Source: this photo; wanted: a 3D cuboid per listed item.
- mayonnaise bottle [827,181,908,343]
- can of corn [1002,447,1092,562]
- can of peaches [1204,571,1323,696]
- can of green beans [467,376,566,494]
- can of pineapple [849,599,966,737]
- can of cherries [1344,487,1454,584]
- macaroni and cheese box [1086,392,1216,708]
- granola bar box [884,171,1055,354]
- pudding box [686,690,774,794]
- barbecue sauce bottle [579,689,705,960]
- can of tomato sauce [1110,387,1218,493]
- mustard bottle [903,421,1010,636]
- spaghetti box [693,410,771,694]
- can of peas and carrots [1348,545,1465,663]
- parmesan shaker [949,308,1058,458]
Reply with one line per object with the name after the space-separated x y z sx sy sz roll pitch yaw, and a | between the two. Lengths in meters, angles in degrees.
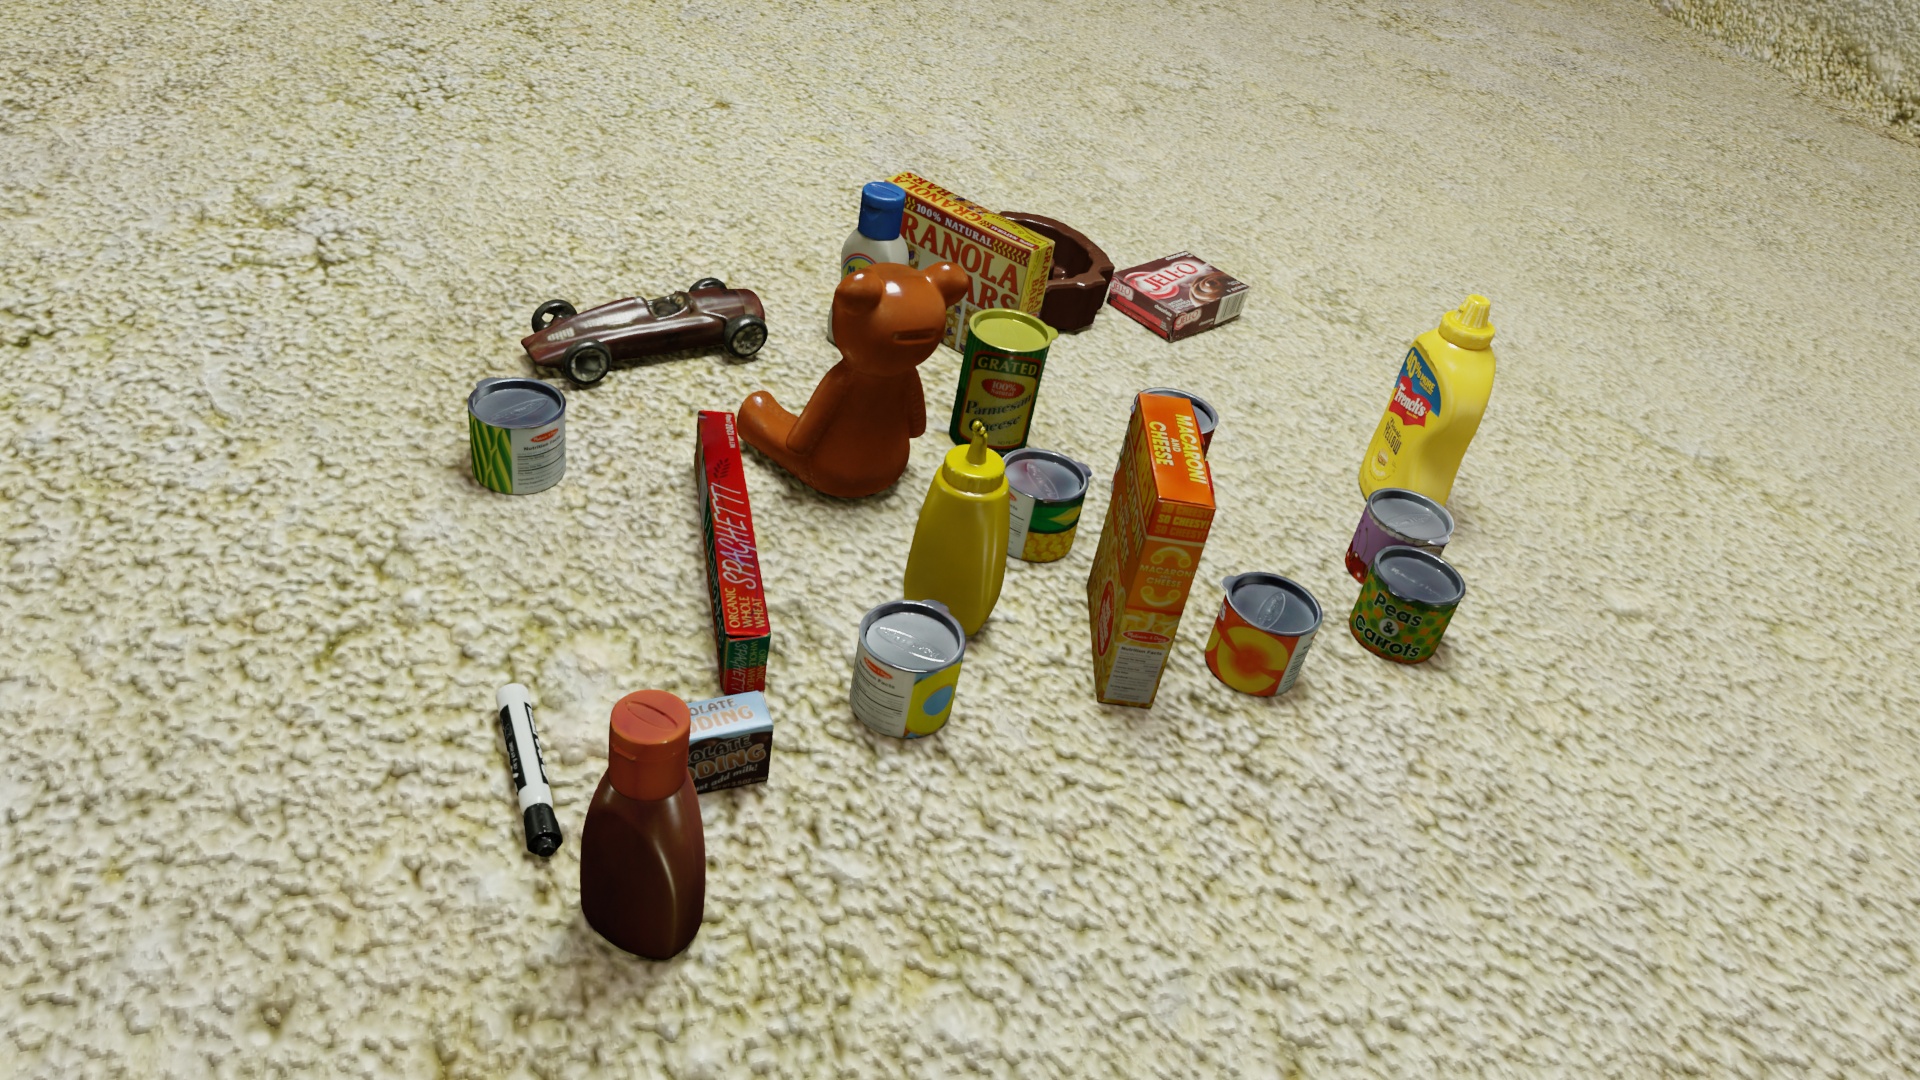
-0.075 -0.230 1.182 0.065 0.147 0.041 24 38 16 | mayonnaise bottle
0.059 -0.026 1.024 0.071 0.058 0.071 8 37 -6 | can of corn
0.203 0.063 0.946 0.071 0.057 0.071 8 37 -6 | can of peaches
-0.314 -0.074 0.986 0.071 0.057 0.071 8 37 -6 | can of green beans
-0.032 0.079 0.860 0.071 0.057 0.071 8 37 -6 | can of pineapple
0.335 0.003 1.061 0.071 0.058 0.072 8 37 -6 | can of cherries
0.121 0.006 0.908 0.040 0.165 0.124 8 36 -5 | macaroni and cheese box
-0.004 -0.237 1.232 0.166 0.123 0.039 31 40 24 | granola bar box
-0.150 0.117 0.784 0.084 0.049 0.030 -7 40 -24 | pudding box
-0.153 0.138 0.673 0.065 0.147 0.044 24 38 17 | barbecue sauce bottle
0.157 -0.067 1.085 0.071 0.082 0.071 8 36 -6 | can of tomato sauce
0.003 -0.011 0.904 0.065 0.159 0.049 18 37 9 | mustard bottle
-0.157 0.001 0.936 0.029 0.049 0.251 0 38 -16 | spaghetti box
0.319 0.047 0.998 0.071 0.058 0.071 8 37 -6 | can of peas and carrots
0.034 -0.124 1.109 0.071 0.102 0.072 8 36 -6 | parmesan shaker
